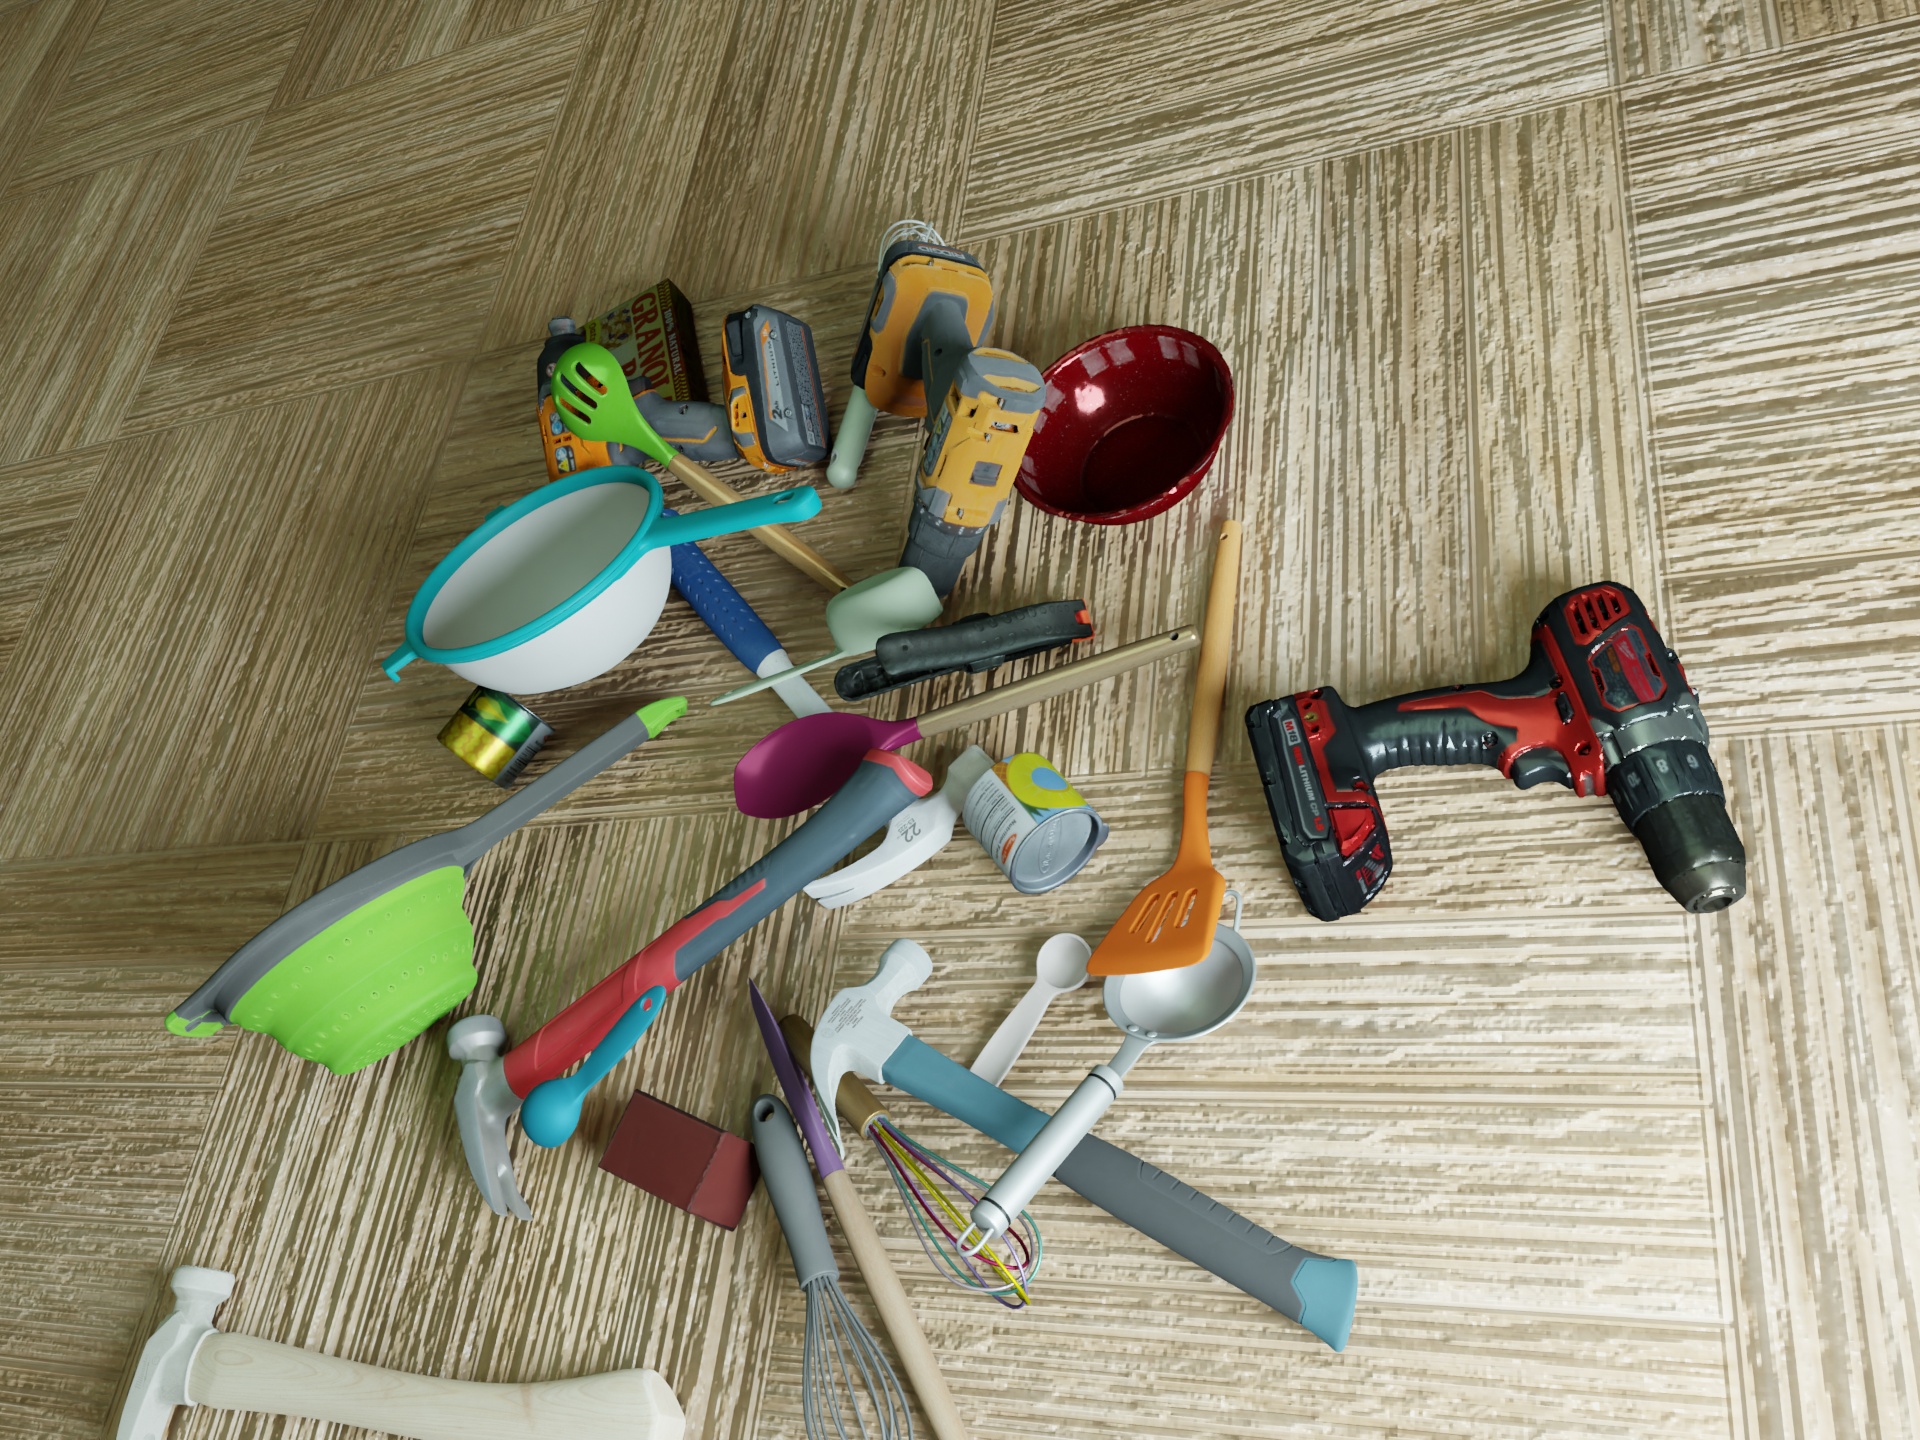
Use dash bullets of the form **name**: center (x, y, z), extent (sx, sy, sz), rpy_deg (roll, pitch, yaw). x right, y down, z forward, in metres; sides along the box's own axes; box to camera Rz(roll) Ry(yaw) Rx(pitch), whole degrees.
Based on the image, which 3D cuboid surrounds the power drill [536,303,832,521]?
- **power drill**: center (-0.226, -0.251, 1.233), extent (0.226, 0.084, 0.164), rpy_deg (-10, 91, 17)

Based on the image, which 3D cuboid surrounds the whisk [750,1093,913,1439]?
- **whisk**: center (-0.081, 0.312, 0.883), extent (0.055, 0.055, 0.239), rpy_deg (-31, 51, 8)

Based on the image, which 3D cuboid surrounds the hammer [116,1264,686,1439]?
- **hammer**: center (-0.349, 0.422, 0.963), extent (0.411, 0.038, 0.146), rpy_deg (-4, 61, 25)

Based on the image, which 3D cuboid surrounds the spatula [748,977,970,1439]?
- **spatula**: center (-0.061, 0.277, 0.892), extent (0.018, 0.059, 0.316), rpy_deg (-20, 57, -17)

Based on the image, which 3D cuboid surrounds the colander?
- **colander**: center (-0.333, 0.125, 1.095), extent (0.397, 0.204, 0.094), rpy_deg (-36, 85, -16)

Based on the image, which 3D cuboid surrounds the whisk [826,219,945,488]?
- **whisk**: center (-0.060, -0.288, 1.237), extent (0.058, 0.059, 0.246), rpy_deg (-23, 47, 61)

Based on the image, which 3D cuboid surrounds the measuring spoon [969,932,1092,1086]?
- **measuring spoon**: center (0.037, 0.179, 0.926), extent (0.034, 0.018, 0.124), rpy_deg (34, 87, 34)

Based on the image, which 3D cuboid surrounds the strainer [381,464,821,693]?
- **strainer**: center (-0.233, -0.096, 1.136), extent (0.340, 0.095, 0.211), rpy_deg (-9, 40, 25)

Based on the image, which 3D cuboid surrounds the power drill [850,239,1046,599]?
- **power drill**: center (-0.017, -0.210, 1.115), extent (0.226, 0.084, 0.185), rpy_deg (-109, 32, -45)

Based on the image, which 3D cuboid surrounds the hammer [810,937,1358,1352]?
- **hammer**: center (0.058, 0.229, 0.843), extent (0.331, 0.033, 0.128), rpy_deg (23, 49, 28)

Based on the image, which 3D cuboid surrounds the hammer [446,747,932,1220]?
- **hammer**: center (-0.169, 0.155, 0.997), extent (0.386, 0.038, 0.143), rpy_deg (-38, 52, 13)

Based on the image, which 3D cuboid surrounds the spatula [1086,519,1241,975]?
- **spatula**: center (0.140, 0.008, 0.953), extent (0.081, 0.041, 0.323), rpy_deg (-13, 53, 39)

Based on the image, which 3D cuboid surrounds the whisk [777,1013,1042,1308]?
- **whisk**: center (-0.036, 0.241, 0.904), extent (0.245, 0.047, 0.051), rpy_deg (38, 98, 42)

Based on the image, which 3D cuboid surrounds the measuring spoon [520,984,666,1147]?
- **measuring spoon**: center (-0.227, 0.208, 0.972), extent (0.128, 0.021, 0.042), rpy_deg (-49, 52, 7)

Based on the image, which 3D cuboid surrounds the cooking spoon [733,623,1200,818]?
- **cooking spoon**: center (-0.002, -0.003, 1.005), extent (0.319, 0.017, 0.069), rpy_deg (-19, 57, 15)

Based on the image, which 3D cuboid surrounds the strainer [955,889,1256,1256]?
- **strainer**: center (0.080, 0.186, 0.837), extent (0.087, 0.050, 0.258), rpy_deg (12, 42, 42)

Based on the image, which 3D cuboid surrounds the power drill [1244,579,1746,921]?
- **power drill**: center (0.283, 0.037, 0.845), extent (0.226, 0.080, 0.188), rpy_deg (-18, 55, 13)

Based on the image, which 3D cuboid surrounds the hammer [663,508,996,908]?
- **hammer**: center (-0.134, -0.031, 1.123), extent (0.144, 0.035, 0.406), rpy_deg (-43, 52, -2)

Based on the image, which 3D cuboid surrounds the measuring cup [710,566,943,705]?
- **measuring cup**: center (-0.093, -0.057, 1.050), extent (0.167, 0.038, 0.083), rpy_deg (-24, 14, -12)

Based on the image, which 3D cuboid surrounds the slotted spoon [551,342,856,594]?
- **slotted spoon**: center (-0.191, -0.178, 1.172), extent (0.314, 0.031, 0.070), rpy_deg (37, 112, 13)
